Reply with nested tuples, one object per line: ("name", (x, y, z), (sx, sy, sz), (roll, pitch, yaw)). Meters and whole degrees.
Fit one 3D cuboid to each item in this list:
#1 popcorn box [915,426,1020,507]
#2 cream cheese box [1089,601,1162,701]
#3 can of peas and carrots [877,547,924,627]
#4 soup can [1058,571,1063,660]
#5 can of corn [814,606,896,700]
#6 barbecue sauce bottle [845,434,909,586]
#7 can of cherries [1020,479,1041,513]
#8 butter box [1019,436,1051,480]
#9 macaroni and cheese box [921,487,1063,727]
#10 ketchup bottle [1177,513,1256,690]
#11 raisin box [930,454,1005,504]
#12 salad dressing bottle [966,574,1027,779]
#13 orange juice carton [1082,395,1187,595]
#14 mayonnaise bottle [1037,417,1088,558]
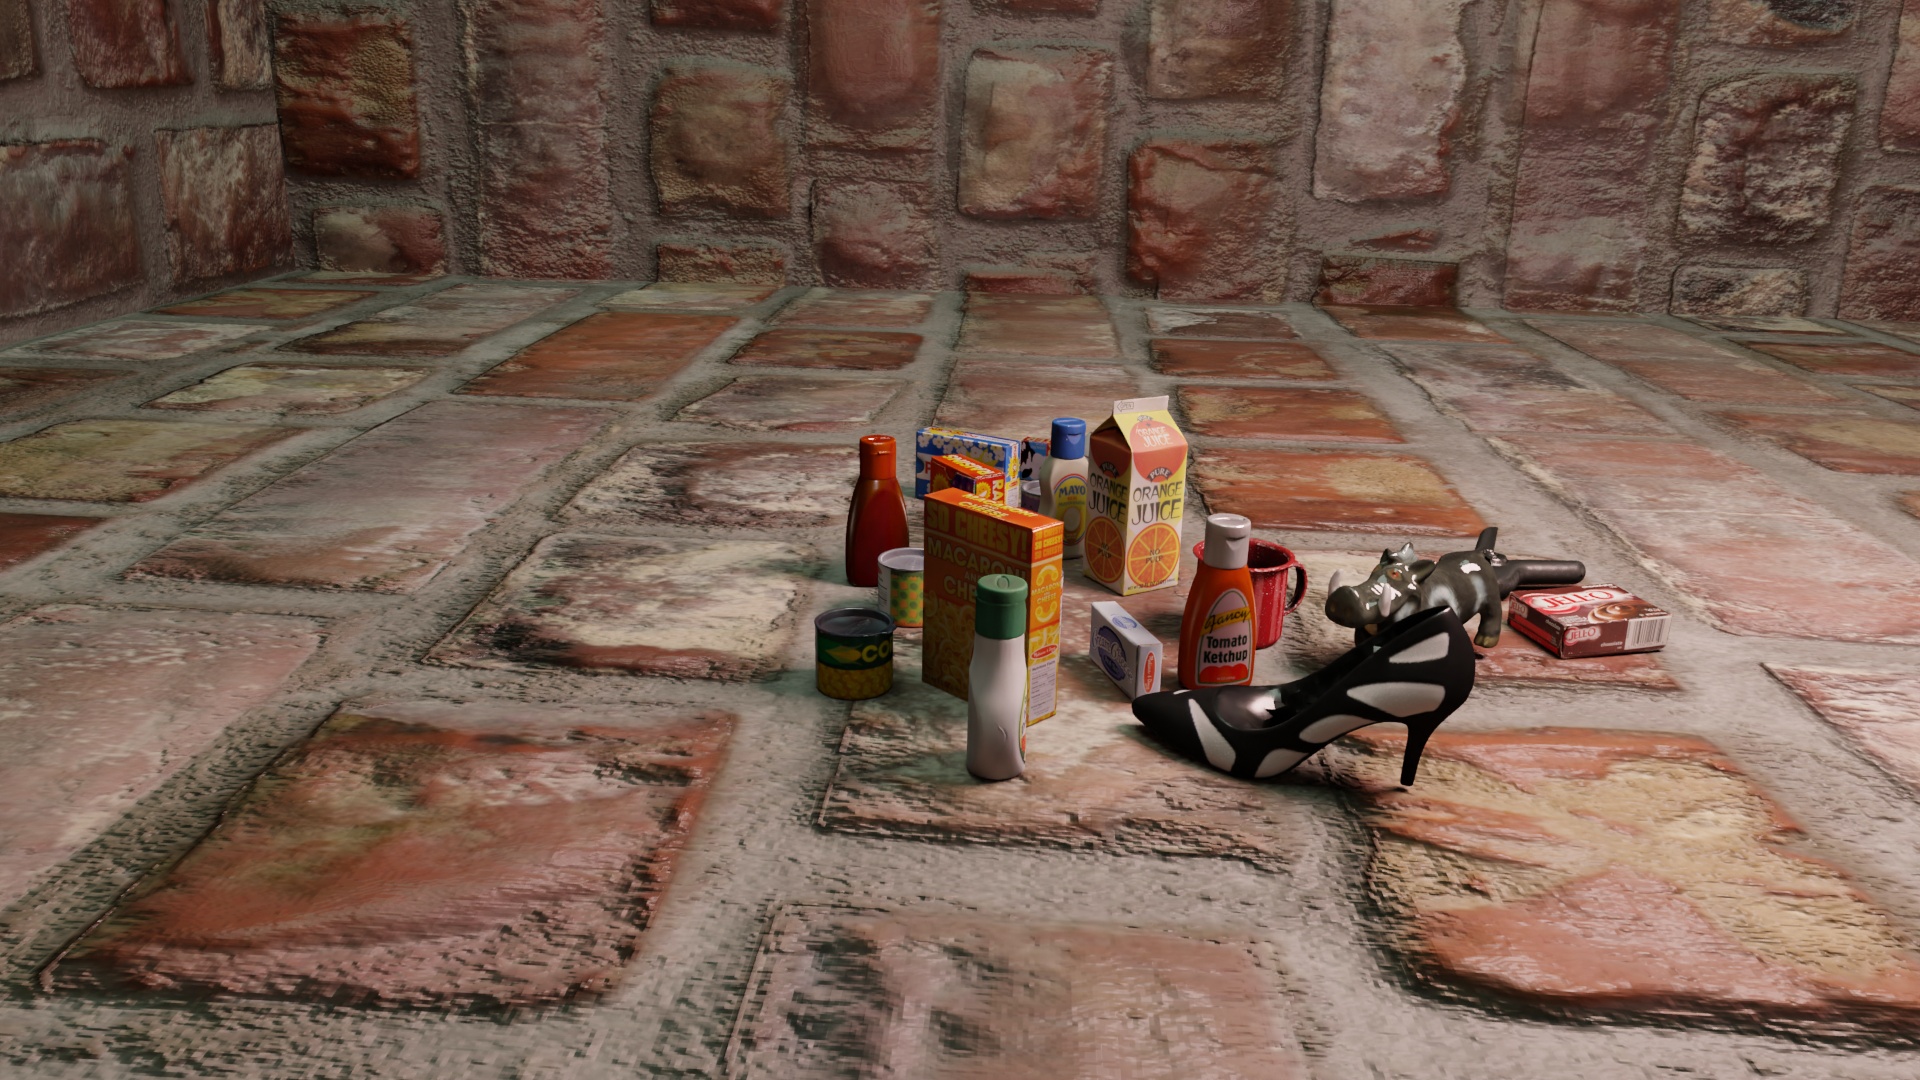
("popcorn box", (0.008, -0.084, 1.657), (0.127, 0.085, 0.038), (12, 21, 29))
("cream cheese box", (0.139, 0.094, 1.185), (0.024, 0.053, 0.104), (-4, 19, -16))
("can of peas and carrots", (-0.043, 0.044, 1.312), (0.071, 0.058, 0.071), (1, 18, 0))
("soup can", (0.053, 0.066, 1.215), (0.071, 0.083, 0.071), (1, 18, 0))
("can of corn", (-0.087, 0.094, 1.159), (0.071, 0.058, 0.071), (1, 18, 0))
("barbecue sauce bottle", (-0.083, -0.030, 1.389), (0.065, 0.148, 0.044), (-6, 19, -21))
("can of cherries", (0.101, -0.031, 1.546), (0.071, 0.058, 0.072), (1, 18, 0))
("butter box", (0.128, -0.099, 1.759), (0.103, 0.053, 0.024), (8, 19, 19))
("macaroni and cheese box", (0.024, 0.051, 1.126), (0.040, 0.165, 0.124), (-16, 25, -42))
("ketchup bottle", (0.218, 0.052, 1.165), (0.065, 0.148, 0.043), (-3, 19, -13))
("raisin box", (0.005, -0.018, 1.397), (0.040, 0.123, 0.086), (-10, 21, -31))
("salad dressing bottle", (0.028, 0.099, 1.013), (0.044, 0.147, 0.064), (1, 18, -1))
("orange juice carton", (0.176, -0.049, 1.397), (0.072, 0.192, 0.073), (-9, 21, -30))
("mayonnaise bottle", (0.112, -0.055, 1.479), (0.065, 0.147, 0.041), (-5, 19, -18))
